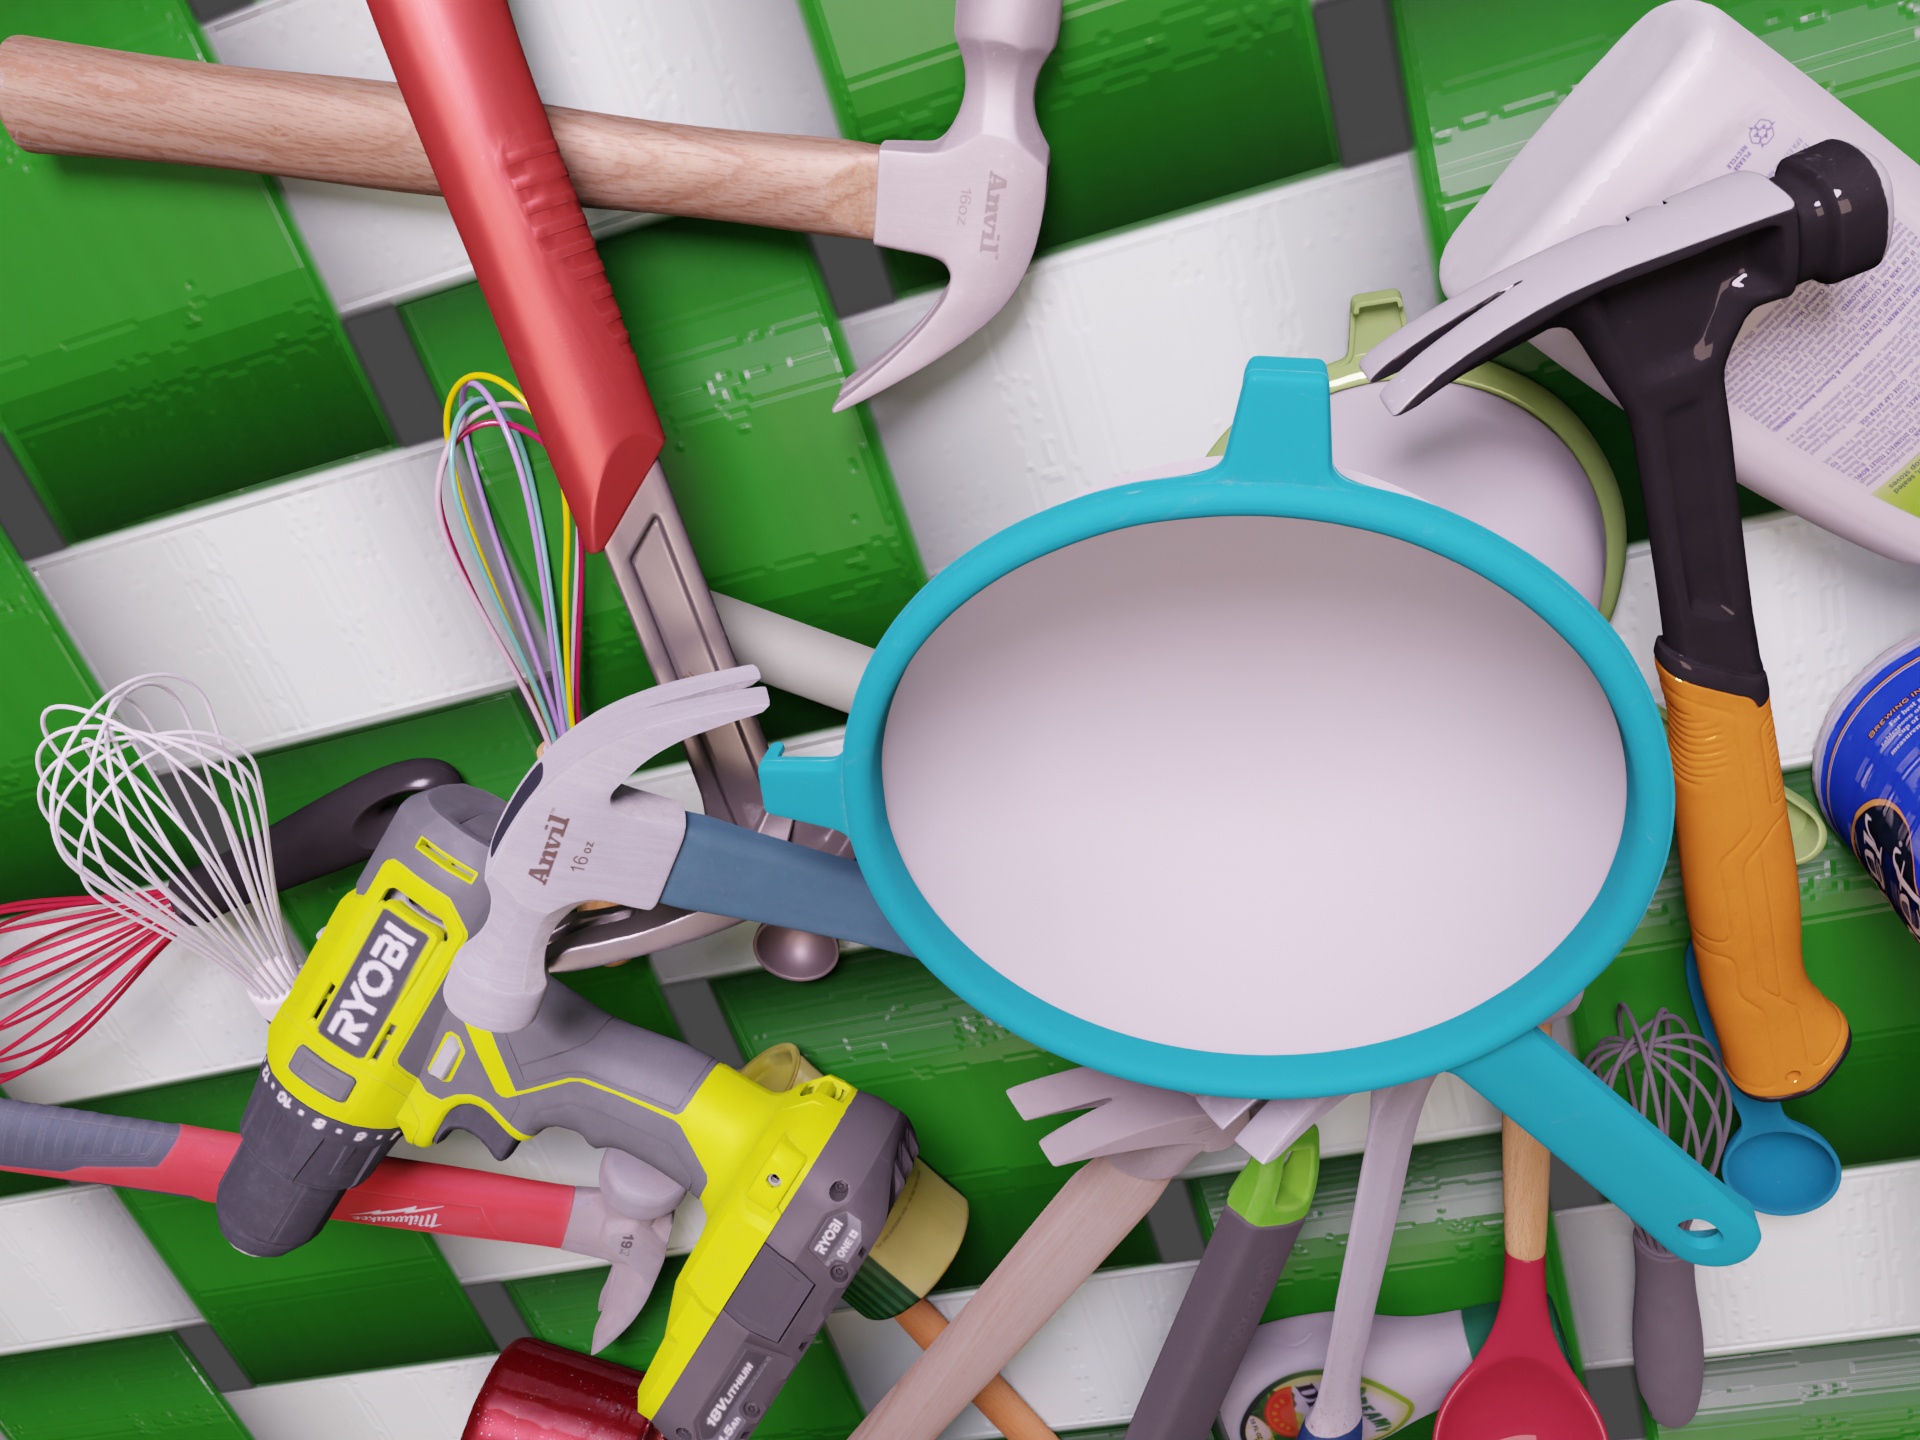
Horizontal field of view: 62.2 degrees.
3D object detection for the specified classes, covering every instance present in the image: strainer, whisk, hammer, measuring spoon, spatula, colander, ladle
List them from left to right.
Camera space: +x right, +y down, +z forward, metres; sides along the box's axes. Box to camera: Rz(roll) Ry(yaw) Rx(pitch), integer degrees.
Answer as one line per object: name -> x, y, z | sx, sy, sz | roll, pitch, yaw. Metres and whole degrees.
whisk -> -0.327, 0.080, 0.645 | 0.296, 0.073, 0.073 | -24, 112, 12
hammer -> -0.315, 0.192, 0.659 | 0.386, 0.038, 0.143 | 13, 130, -13
whisk -> -0.266, 0.084, 0.599 | 0.070, 0.070, 0.284 | 6, 142, 4
hammer -> -0.138, -0.175, 0.498 | 0.331, 0.031, 0.130 | 7, 118, 4
hammer -> -0.122, -0.099, 0.477 | 0.149, 0.037, 0.358 | -21, 110, -7
whisk -> -0.147, -0.008, 0.582 | 0.047, 0.051, 0.244 | -4, 120, 3
measuring spoon -> -0.041, 0.054, 0.612 | 0.034, 0.018, 0.124 | 28, 119, -14
hammer -> -0.020, 0.285, 0.666 | 0.146, 0.038, 0.410 | 7, 126, -44
whisk -> -0.001, -0.002, 0.567 | 0.246, 0.059, 0.058 | 20, 82, 1
hammer -> 0.012, 0.073, 0.530 | 0.330, 0.033, 0.128 | 17, 107, -22
spatula -> 0.047, 0.361, 0.752 | 0.081, 0.041, 0.322 | -31, 109, 22
colander -> 0.042, 0.320, 0.666 | 0.204, 0.095, 0.397 | 7, 108, -42
hammer -> 0.142, 0.266, 0.621 | 0.144, 0.035, 0.405 | -14, 122, -26
strainer -> 0.125, 0.042, 0.467 | 0.340, 0.095, 0.211 | 39, 126, -20
ladle -> 0.217, 0.183, 0.615 | 0.069, 0.031, 0.315 | -2, 106, 11
strainer -> 0.187, -0.011, 0.520 | 0.256, 0.069, 0.151 | 31, 117, -8
whisk -> 0.281, 0.207, 0.640 | 0.055, 0.055, 0.238 | -10, 121, 12
hammer -> 0.224, 0.006, 0.485 | 0.127, 0.034, 0.336 | -21, 124, 9
measuring spoon -> 0.304, 0.134, 0.615 | 0.042, 0.021, 0.128 | -18, 105, 24

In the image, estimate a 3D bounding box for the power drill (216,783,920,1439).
power drill -> -0.150, 0.158, 0.582 | 0.228, 0.080, 0.190 | 32, 99, 4
